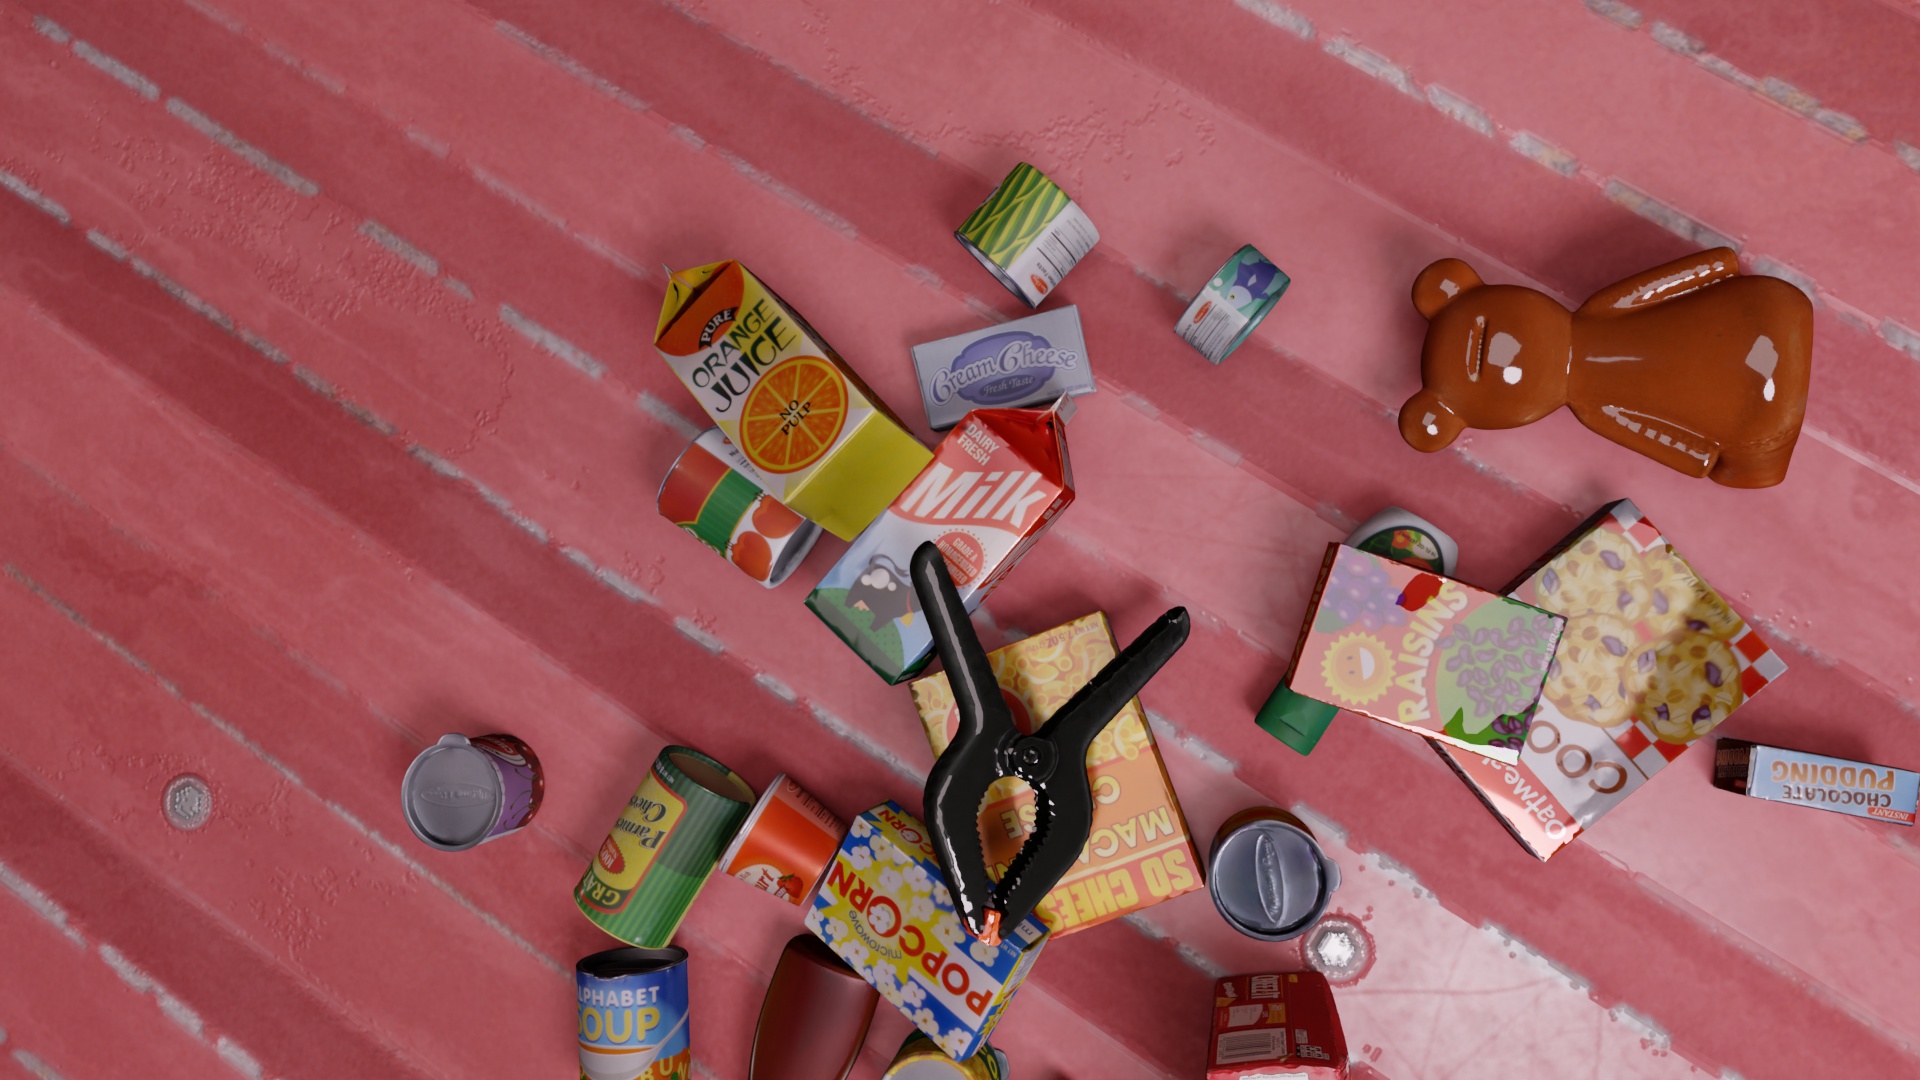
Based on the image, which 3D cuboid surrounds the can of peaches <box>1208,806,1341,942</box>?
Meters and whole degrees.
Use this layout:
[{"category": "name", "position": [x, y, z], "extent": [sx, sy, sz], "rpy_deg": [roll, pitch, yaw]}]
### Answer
[{"category": "can of peaches", "position": [0.176, 0.187, 0.784], "extent": [0.071, 0.058, 0.071], "rpy_deg": [-1, 87, 9]}]

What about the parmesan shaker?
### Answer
[{"category": "parmesan shaker", "position": [-0.179, 0.182, 0.839], "extent": [0.071, 0.071, 0.103], "rpy_deg": [32, 92, 9]}]

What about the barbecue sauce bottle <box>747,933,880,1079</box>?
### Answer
[{"category": "barbecue sauce bottle", "position": [-0.098, 0.316, 0.829], "extent": [0.065, 0.043, 0.148], "rpy_deg": [20, 91, 10]}]

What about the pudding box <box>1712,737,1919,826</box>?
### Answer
[{"category": "pudding box", "position": [0.457, 0.128, 0.745], "extent": [0.084, 0.049, 0.030], "rpy_deg": [10, 87, 9]}]

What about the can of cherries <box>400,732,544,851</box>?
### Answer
[{"category": "can of cherries", "position": [-0.301, 0.153, 0.863], "extent": [0.071, 0.058, 0.071], "rpy_deg": [0, 87, 10]}]

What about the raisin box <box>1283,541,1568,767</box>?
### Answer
[{"category": "raisin box", "position": [0.246, 0.059, 0.744], "extent": [0.123, 0.040, 0.086], "rpy_deg": [19, 92, 7]}]

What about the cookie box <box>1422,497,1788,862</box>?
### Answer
[{"category": "cookie box", "position": [0.342, 0.077, 0.772], "extent": [0.167, 0.040, 0.123], "rpy_deg": [-41, 82, 4]}]

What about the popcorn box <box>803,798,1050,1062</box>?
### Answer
[{"category": "popcorn box", "position": [-0.021, 0.222, 0.799], "extent": [0.127, 0.038, 0.085], "rpy_deg": [35, 112, 24]}]

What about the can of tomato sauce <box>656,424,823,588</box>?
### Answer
[{"category": "can of tomato sauce", "position": [-0.131, -0.018, 0.841], "extent": [0.083, 0.071, 0.071], "rpy_deg": [34, 93, 9]}]

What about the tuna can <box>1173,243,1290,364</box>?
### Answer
[{"category": "tuna can", "position": [0.158, -0.137, 0.801], "extent": [0.033, 0.071, 0.071], "rpy_deg": [43, 94, 8]}]

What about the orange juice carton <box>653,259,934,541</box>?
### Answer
[{"category": "orange juice carton", "position": [-0.108, -0.093, 0.805], "extent": [0.073, 0.071, 0.193], "rpy_deg": [-46, 59, 6]}]

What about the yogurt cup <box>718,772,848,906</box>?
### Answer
[{"category": "yogurt cup", "position": [-0.103, 0.180, 0.828], "extent": [0.054, 0.072, 0.072], "rpy_deg": [32, 93, 1]}]

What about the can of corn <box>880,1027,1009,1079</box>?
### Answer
[{"category": "can of corn", "position": [-0.010, 0.320, 0.806], "extent": [0.071, 0.058, 0.071], "rpy_deg": [0, 88, 9]}]

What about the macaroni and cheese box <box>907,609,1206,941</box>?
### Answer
[{"category": "macaroni and cheese box", "position": [0.057, 0.140, 0.814], "extent": [0.123, 0.040, 0.166], "rpy_deg": [-22, 84, 9]}]

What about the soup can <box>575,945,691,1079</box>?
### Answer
[{"category": "soup can", "position": [-0.197, 0.293, 0.832], "extent": [0.071, 0.071, 0.084], "rpy_deg": [-3, 87, 9]}]

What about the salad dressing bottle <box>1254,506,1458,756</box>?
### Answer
[{"category": "salad dressing bottle", "position": [0.223, 0.053, 0.790], "extent": [0.064, 0.044, 0.147], "rpy_deg": [33, 93, 8]}]

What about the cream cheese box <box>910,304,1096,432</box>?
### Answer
[{"category": "cream cheese box", "position": [0.026, -0.103, 0.840], "extent": [0.104, 0.024, 0.053], "rpy_deg": [-13, 85, 8]}]

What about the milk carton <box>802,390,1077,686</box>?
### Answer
[{"category": "milk carton", "position": [0.003, -0.010, 0.815], "extent": [0.073, 0.072, 0.190], "rpy_deg": [42, 94, 9]}]

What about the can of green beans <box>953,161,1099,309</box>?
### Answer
[{"category": "can of green beans", "position": [0.039, -0.180, 0.821], "extent": [0.071, 0.071, 0.058], "rpy_deg": [44, 94, 9]}]
